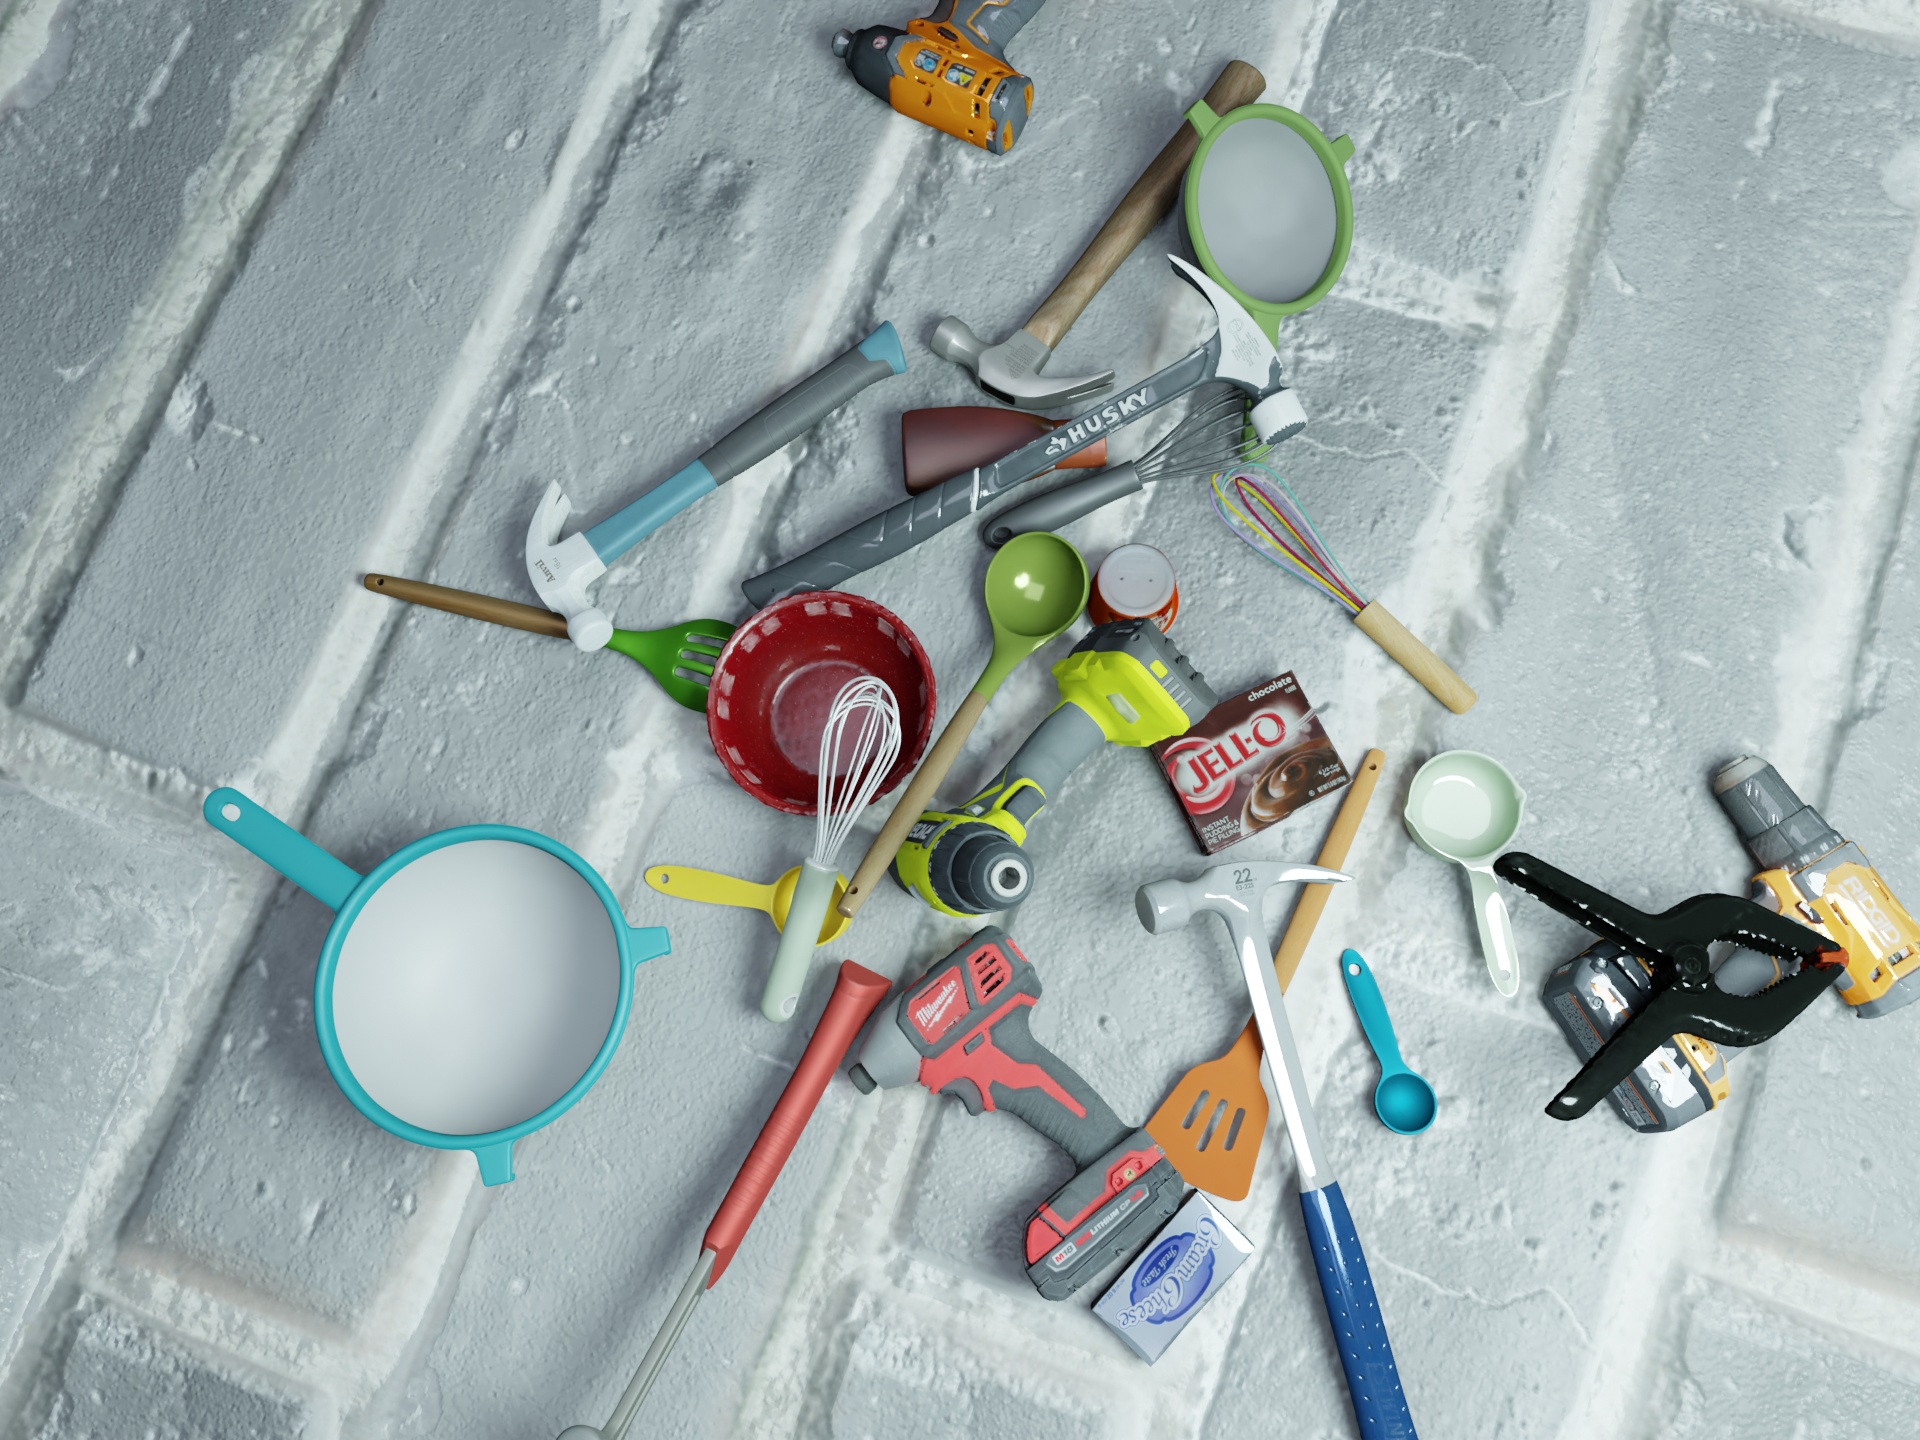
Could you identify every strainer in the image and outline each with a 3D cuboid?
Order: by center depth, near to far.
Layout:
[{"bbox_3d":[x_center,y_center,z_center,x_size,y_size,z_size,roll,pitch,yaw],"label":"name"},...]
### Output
[{"bbox_3d":[-0.369,0.149,1.087,0.340,0.095,0.211,31,78,12],"label":"strainer"},{"bbox_3d":[0.210,-0.318,1.179,0.151,0.069,0.256,1,94,-28],"label":"strainer"}]

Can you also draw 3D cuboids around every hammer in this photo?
[{"bbox_3d":[0.232,0.286,1.020,0.144,0.035,0.405,-13,83,-16],"label":"hammer"},{"bbox_3d":[-0.144,0.322,1.036,0.037,0.149,0.359,24,68,13],"label":"hammer"},{"bbox_3d":[0.026,-0.177,1.118,0.409,0.036,0.149,-27,79,11],"label":"hammer"},{"bbox_3d":[-0.175,-0.190,1.176,0.331,0.033,0.128,-36,64,-8],"label":"hammer"},{"bbox_3d":[0.127,-0.371,1.209,0.130,0.031,0.331,36,81,11],"label":"hammer"}]

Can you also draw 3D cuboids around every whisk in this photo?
[{"bbox_3d":[-0.091,0.088,1.063,0.059,0.057,0.246,23,100,34],"label":"whisk"},{"bbox_3d":[0.272,-0.096,1.131,0.245,0.047,0.051,44,95,8],"label":"whisk"},{"bbox_3d":[0.124,-0.179,1.141,0.239,0.055,0.055,-23,76,12],"label":"whisk"}]

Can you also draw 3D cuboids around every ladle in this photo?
[{"bbox_3d":[-0.002,-0.003,1.068,0.078,0.062,0.320,18,56,23],"label":"ladle"}]

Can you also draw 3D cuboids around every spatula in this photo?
[{"bbox_3d":[0.221,0.163,1.082,0.081,0.041,0.323,25,75,10],"label":"spatula"}]

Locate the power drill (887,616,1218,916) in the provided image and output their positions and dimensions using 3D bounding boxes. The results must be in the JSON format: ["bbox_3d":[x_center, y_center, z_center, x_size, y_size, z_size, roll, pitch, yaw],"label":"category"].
[{"bbox_3d":[0.058,0.038,1.039,0.228,0.190,0.080,-45,101,-12],"label":"power drill"}]

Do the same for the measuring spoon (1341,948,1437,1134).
[{"bbox_3d":[0.281,0.216,1.070,0.042,0.021,0.129,-12,67,-9],"label":"measuring spoon"}]

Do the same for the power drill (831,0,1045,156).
[{"bbox_3d":[0.011,-0.569,1.240,0.164,0.084,0.226,26,83,10],"label":"power drill"}]

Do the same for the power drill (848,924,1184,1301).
[{"bbox_3d":[0.033,0.259,1.043,0.143,0.078,0.220,-38,74,-2],"label":"power drill"}]

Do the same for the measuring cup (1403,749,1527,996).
[{"bbox_3d":[0.349,0.104,1.079,0.083,0.038,0.168,-10,78,1],"label":"measuring cup"}]

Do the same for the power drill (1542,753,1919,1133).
[{"bbox_3d":[0.497,0.142,1.041,0.226,0.084,0.185,-28,74,-7],"label":"power drill"}]

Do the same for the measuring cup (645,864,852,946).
[{"bbox_3d":[-0.147,0.121,1.117,0.156,0.029,0.062,8,90,18],"label":"measuring cup"}]

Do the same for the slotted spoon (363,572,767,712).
[{"bbox_3d":[-0.294,-0.067,1.167,0.314,0.031,0.070,14,76,8],"label":"slotted spoon"}]
